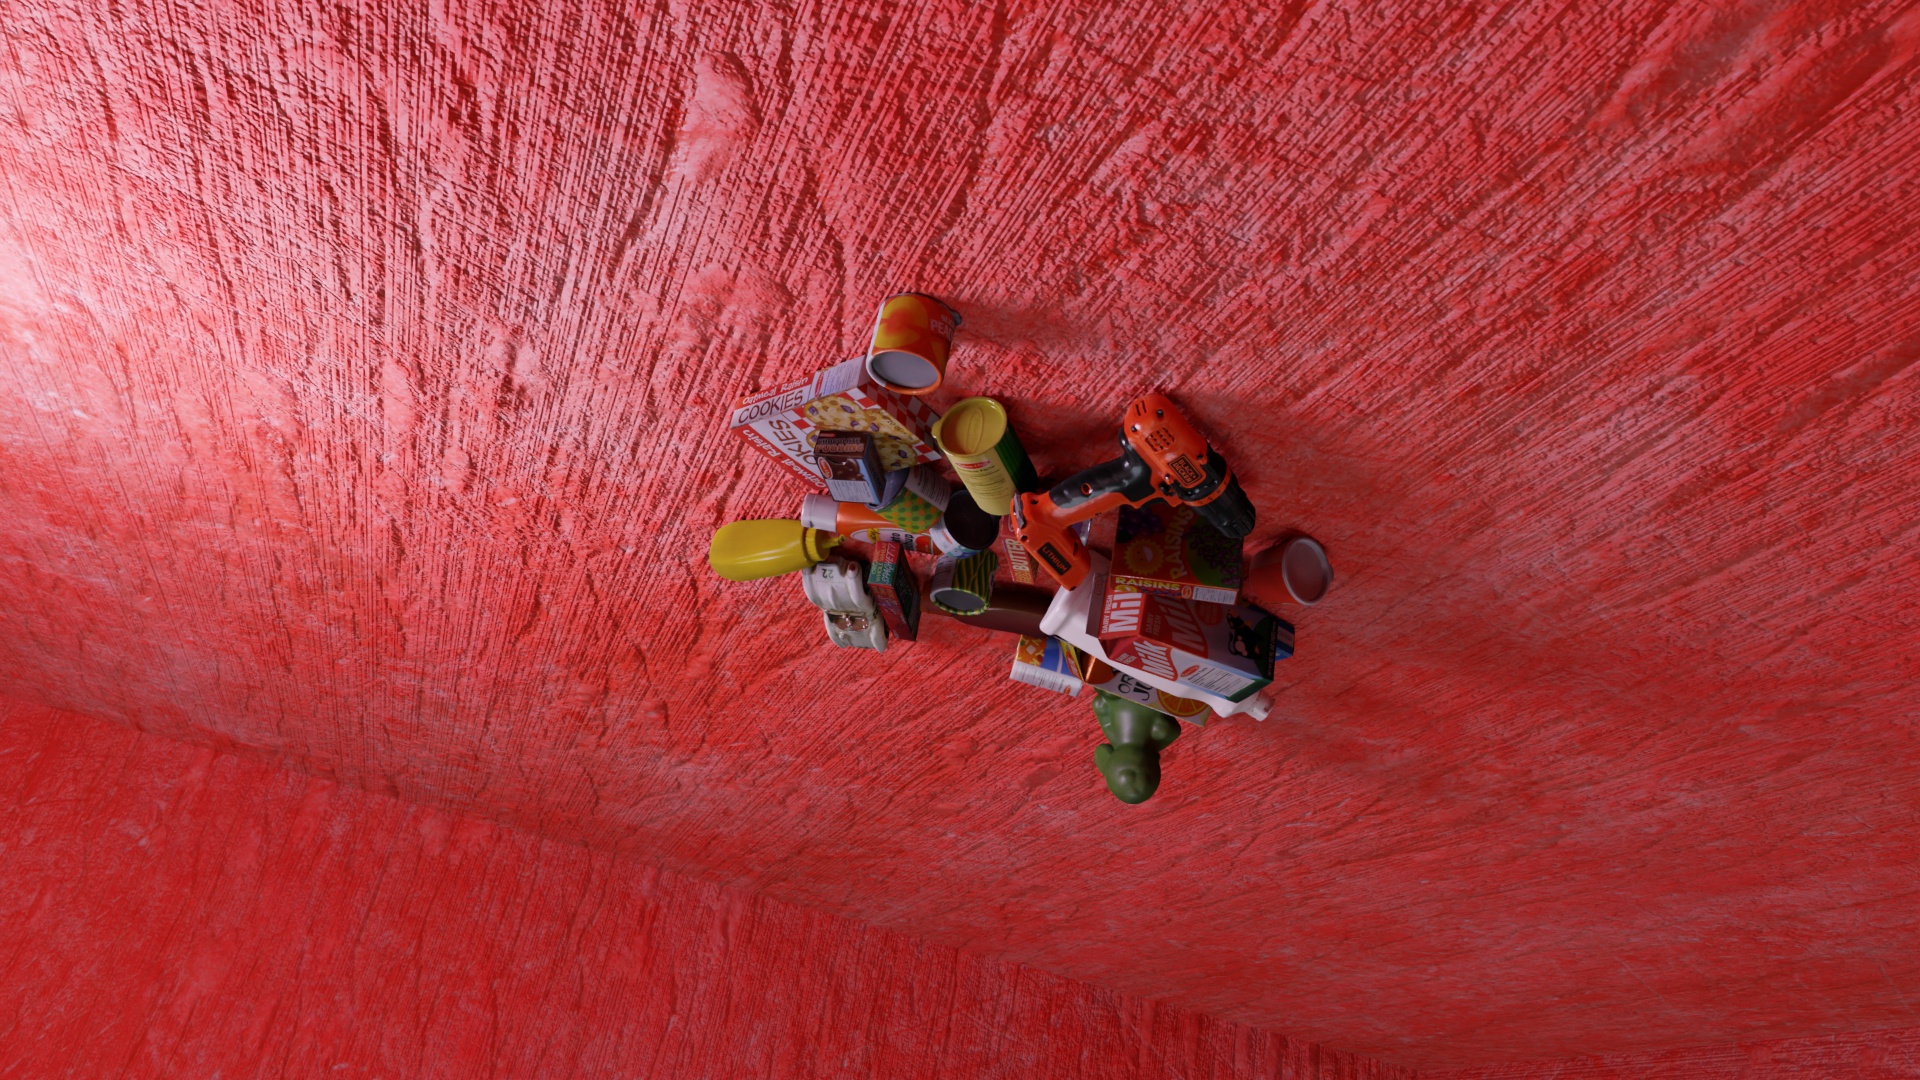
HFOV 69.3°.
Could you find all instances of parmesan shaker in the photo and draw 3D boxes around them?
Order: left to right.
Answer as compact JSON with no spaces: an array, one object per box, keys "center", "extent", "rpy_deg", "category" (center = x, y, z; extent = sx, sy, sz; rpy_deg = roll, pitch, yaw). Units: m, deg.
[{"center":[0.024,-0.077,1.275],"extent":[0.071,0.071,0.102],"rpy_deg":[0,151,21],"category":"parmesan shaker"}]

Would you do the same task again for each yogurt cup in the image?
[{"center":[0.322,0.033,1.370],"extent":[0.072,0.072,0.054],"rpy_deg":[29,156,-29],"category":"yogurt cup"}]

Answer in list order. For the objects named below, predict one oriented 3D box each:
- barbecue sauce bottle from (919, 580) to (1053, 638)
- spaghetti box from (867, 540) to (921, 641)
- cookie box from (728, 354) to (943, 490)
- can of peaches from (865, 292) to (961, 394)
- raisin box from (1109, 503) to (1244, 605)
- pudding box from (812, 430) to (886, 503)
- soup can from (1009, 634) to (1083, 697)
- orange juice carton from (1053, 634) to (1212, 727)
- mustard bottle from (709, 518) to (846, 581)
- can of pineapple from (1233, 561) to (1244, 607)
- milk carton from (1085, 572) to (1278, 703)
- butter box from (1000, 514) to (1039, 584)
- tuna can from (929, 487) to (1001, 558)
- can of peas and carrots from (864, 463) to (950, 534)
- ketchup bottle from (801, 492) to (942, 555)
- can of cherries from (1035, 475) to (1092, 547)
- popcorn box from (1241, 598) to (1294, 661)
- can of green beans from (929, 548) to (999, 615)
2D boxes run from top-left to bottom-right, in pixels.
[{"center":[0.029,0.076,1.581],"extent":[0.148,0.044,0.064],"rpy_deg":[9,151,5],"category":"barbecue sauce bottle"},{"center":[-0.069,0.059,1.528],"extent":[0.029,0.050,0.249],"rpy_deg":[8,164,7],"category":"spaghetti box"},{"center":[-0.115,-0.105,1.300],"extent":[0.167,0.040,0.122],"rpy_deg":[-12,144,37],"category":"cookie box"},{"center":[-0.039,-0.162,1.148],"extent":[0.071,0.058,0.071],"rpy_deg":[9,152,5],"category":"can of peaches"},{"center":[0.210,0.010,1.343],"extent":[0.123,0.086,0.040],"rpy_deg":[7,156,8],"category":"raisin box"},{"center":[-0.101,-0.067,1.290],"extent":[0.050,0.030,0.083],"rpy_deg":[4,151,13],"category":"pudding box"},{"center":[0.107,0.141,1.649],"extent":[0.084,0.071,0.071],"rpy_deg":[16,152,2],"category":"soup can"},{"center":[0.195,0.142,1.580],"extent":[0.193,0.073,0.072],"rpy_deg":[21,180,-10],"category":"orange juice carton"},{"center":[-0.195,0.008,1.518],"extent":[0.160,0.065,0.048],"rpy_deg":[-5,144,21],"category":"mustard bottle"},{"center":[0.255,0.046,1.424],"extent":[0.071,0.058,0.070],"rpy_deg":[9,152,5],"category":"can of pineapple"},{"center":[0.214,0.092,1.384],"extent":[0.191,0.072,0.073],"rpy_deg":[19,150,-13],"category":"milk carton"},{"center":[0.063,-0.002,1.413],"extent":[0.024,0.053,0.103],"rpy_deg":[6,152,14],"category":"butter box"},{"center":[0.005,-0.017,1.395],"extent":[0.071,0.071,0.032],"rpy_deg":[25,150,-24],"category":"tuna can"},{"center":[-0.054,-0.046,1.360],"extent":[0.071,0.071,0.058],"rpy_deg":[-18,141,43],"category":"can of peas and carrots"},{"center":[-0.089,-0.021,1.446],"extent":[0.149,0.044,0.064],"rpy_deg":[10,155,4],"category":"ketchup bottle"},{"center":[0.098,-0.028,1.341],"extent":[0.058,0.072,0.071],"rpy_deg":[11,152,3],"category":"can of cherries"},{"center":[0.294,0.098,1.528],"extent":[0.126,0.038,0.085],"rpy_deg":[27,149,-27],"category":"popcorn box"},{"center":[0.004,0.042,1.511],"extent":[0.071,0.058,0.071],"rpy_deg":[9,152,5],"category":"can of green beans"}]
